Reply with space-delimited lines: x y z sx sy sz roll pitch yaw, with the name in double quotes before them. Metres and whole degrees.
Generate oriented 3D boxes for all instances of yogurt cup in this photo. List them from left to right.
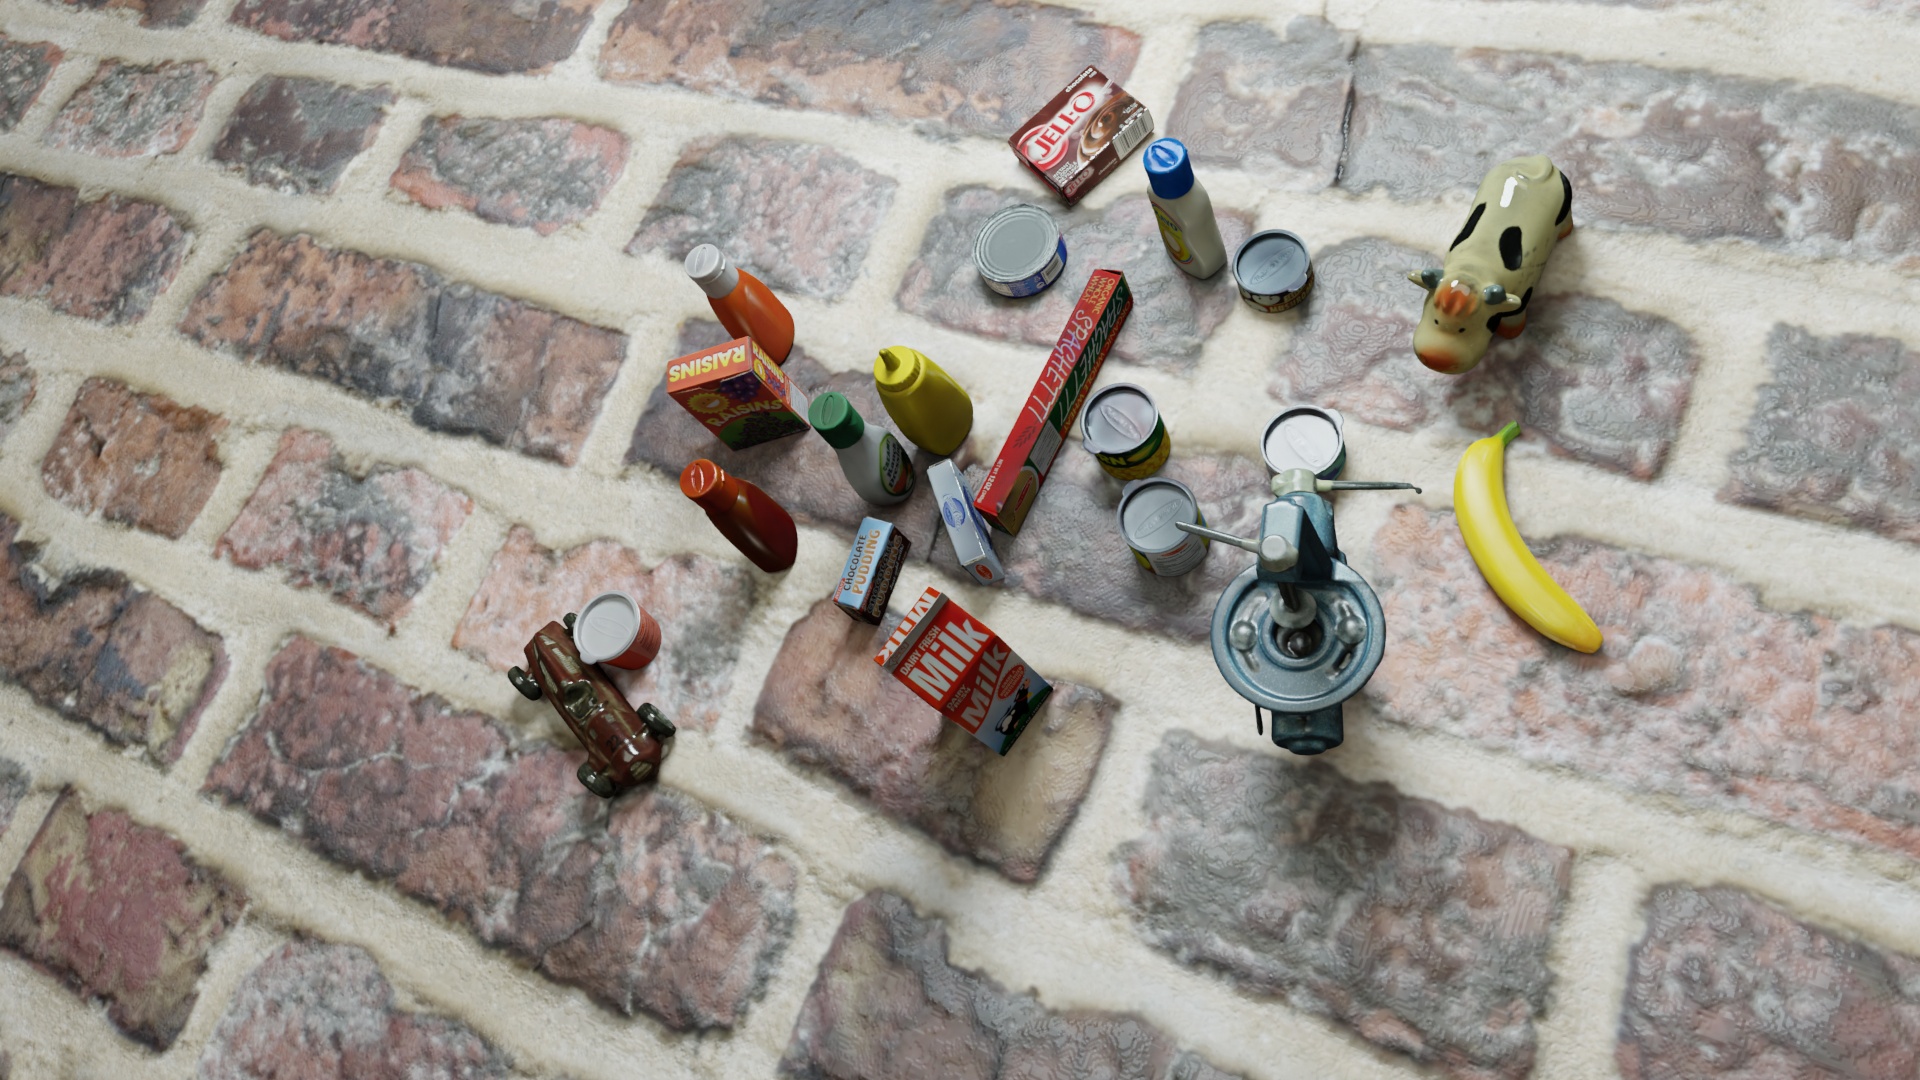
"yogurt cup" -0.311 0.086 1.275 0.072 0.054 0.072 -8 65 18

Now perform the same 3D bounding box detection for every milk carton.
"milk carton" -0.002 0.098 1.071 0.073 0.190 0.072 34 83 29

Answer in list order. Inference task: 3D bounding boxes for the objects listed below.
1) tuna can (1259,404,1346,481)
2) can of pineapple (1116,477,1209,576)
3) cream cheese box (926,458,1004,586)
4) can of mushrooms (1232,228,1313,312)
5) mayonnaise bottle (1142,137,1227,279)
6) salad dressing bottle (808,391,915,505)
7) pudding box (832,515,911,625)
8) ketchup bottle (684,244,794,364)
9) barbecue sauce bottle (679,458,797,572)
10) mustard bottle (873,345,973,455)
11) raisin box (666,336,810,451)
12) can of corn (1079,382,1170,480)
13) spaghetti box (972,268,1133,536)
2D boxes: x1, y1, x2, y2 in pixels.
"tuna can" 0.281 -0.076 1.131 0.071 0.032 0.071 -8 65 18
"can of pineapple" 0.166 -0.012 1.132 0.071 0.057 0.071 -8 65 18
"cream cheese box" 0.004 -0.015 1.198 0.024 0.053 0.104 -25 61 9
"can of mushrooms" 0.273 -0.232 1.203 0.071 0.033 0.071 -8 65 18
"mayonnaise bottle" 0.189 -0.286 1.192 0.041 0.147 0.065 -41 60 0
"salad dressing bottle" -0.086 -0.079 1.207 0.044 0.147 0.064 1 68 22
"pudding box" -0.078 0.027 1.213 0.030 0.049 0.084 13 73 26
"ketchup bottle" -0.208 -0.226 1.318 0.043 0.148 0.065 -1 68 21
"barbecue sauce bottle" -0.194 -0.025 1.224 0.043 0.148 0.065 -18 63 13
"mustard bottle" -0.039 -0.130 1.204 0.049 0.160 0.065 27 80 29
"raisin box" -0.205 -0.134 1.291 0.086 0.123 0.040 -14 64 15
"can of corn" 0.139 -0.090 1.177 0.071 0.058 0.071 -8 65 18
"spaghetti box" 0.084 -0.124 1.217 0.029 0.050 0.250 21 76 27
